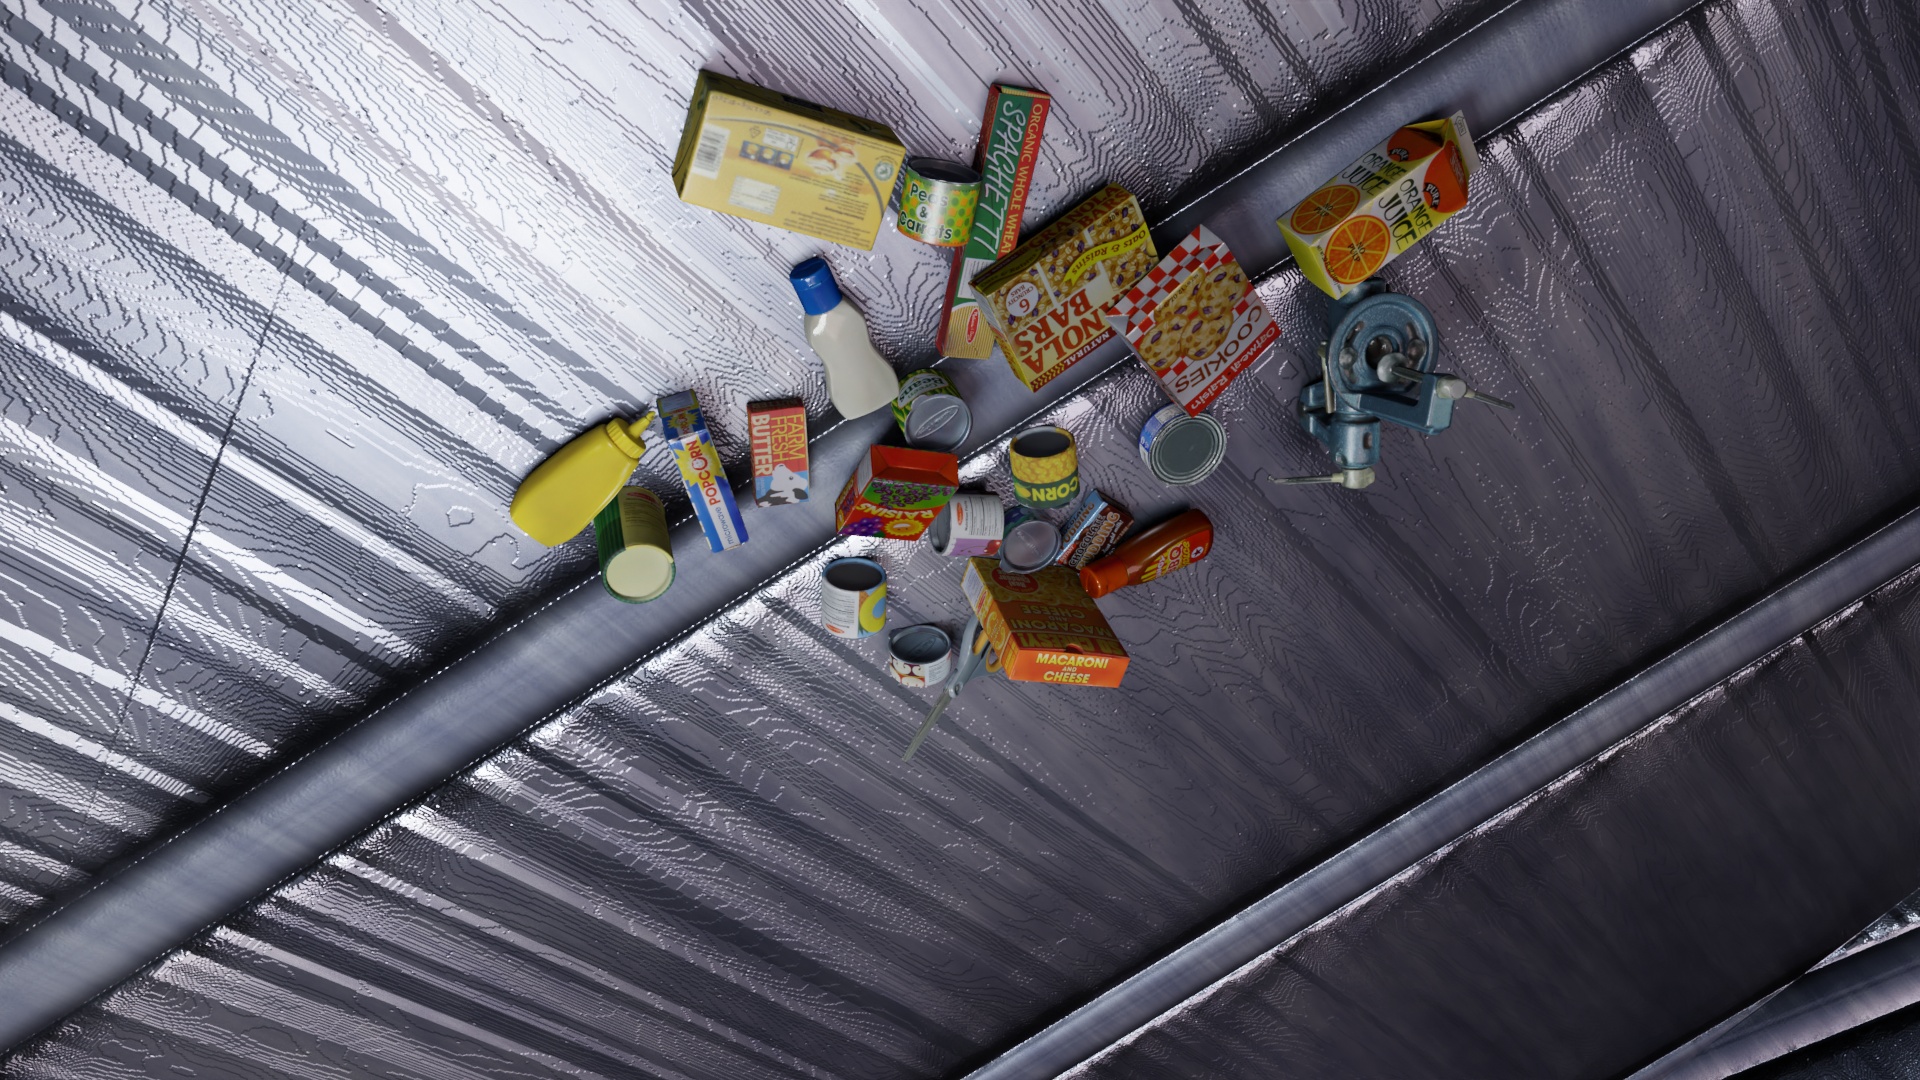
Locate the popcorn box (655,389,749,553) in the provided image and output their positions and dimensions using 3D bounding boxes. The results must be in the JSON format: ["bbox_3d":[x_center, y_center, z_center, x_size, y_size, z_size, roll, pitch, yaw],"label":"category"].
[{"bbox_3d":[-0.234,-0.062,1.260,0.038,0.085,0.126,-20,125,-7],"label":"popcorn box"}]

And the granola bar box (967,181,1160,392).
[{"bbox_3d":[0.104,-0.231,1.276,0.166,0.039,0.123,-36,133,-5],"label":"granola bar box"}]

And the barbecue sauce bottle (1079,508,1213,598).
[{"bbox_3d":[0.195,0.018,1.460,0.149,0.044,0.064,-23,143,-23],"label":"barbecue sauce bottle"}]

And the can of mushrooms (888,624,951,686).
[{"bbox_3d":[-0.044,0.120,1.455,0.071,0.071,0.033,-11,125,-12],"label":"can of mushrooms"}]

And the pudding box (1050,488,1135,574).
[{"bbox_3d":[0.137,-0.007,1.456,0.049,0.030,0.083,30,108,-31],"label":"pudding box"}]

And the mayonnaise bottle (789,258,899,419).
[{"bbox_3d":[-0.108,-0.183,1.255,0.065,0.041,0.147,-27,125,-3],"label":"mayonnaise bottle"}]

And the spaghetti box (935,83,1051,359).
[{"bbox_3d":[0.027,-0.282,1.245,0.050,0.029,0.248,2,121,-21],"label":"spaghetti box"}]

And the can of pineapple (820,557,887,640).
[{"bbox_3d":[-0.106,0.057,1.394,0.071,0.071,0.057,-6,123,-15],"label":"can of pineapple"}]

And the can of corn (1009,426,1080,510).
[{"bbox_3d":[0.084,-0.072,1.373,0.071,0.071,0.058,-15,124,-9],"label":"can of corn"}]

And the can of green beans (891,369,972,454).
[{"bbox_3d":[-0.028,-0.121,1.311,0.071,0.058,0.071,-9,124,-13],"label":"can of green beans"}]

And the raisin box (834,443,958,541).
[{"bbox_3d":[-0.063,-0.044,1.323,0.086,0.040,0.122,5,153,-20],"label":"raisin box"}]

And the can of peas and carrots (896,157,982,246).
[{"bbox_3d":[-0.020,-0.291,1.198,0.071,0.071,0.058,1,121,-20],"label":"can of peas and carrots"}]

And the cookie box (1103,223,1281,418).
[{"bbox_3d":[0.225,-0.204,1.322,0.123,0.040,0.167,-44,142,6],"label":"cookie box"}]

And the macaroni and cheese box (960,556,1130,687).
[{"bbox_3d":[0.083,0.081,1.409,0.124,0.167,0.040,7,118,-22],"label":"macaroni and cheese box"}]

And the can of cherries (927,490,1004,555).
[{"bbox_3d":[0.005,-0.017,1.386,0.058,0.072,0.071,0,121,-20],"label":"can of cherries"}]

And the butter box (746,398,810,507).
[{"bbox_3d":[-0.171,-0.083,1.307,0.053,0.024,0.103,-9,124,-14],"label":"butter box"}]

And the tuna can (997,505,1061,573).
[{"bbox_3d":[0.066,0.000,1.435,0.071,0.033,0.070,-9,123,-13],"label":"tuna can"}]

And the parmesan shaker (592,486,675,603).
[{"bbox_3d":[-0.301,0.003,1.268,0.071,0.103,0.071,-9,124,-13],"label":"parmesan shaker"}]

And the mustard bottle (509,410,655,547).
[{"bbox_3d":[-0.331,-0.064,1.249,0.160,0.049,0.065,-40,124,7],"label":"mustard bottle"}]

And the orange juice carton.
[{"bbox_3d":[0.407,-0.324,1.322,0.192,0.073,0.071,-36,125,5],"label":"orange juice carton"}]
